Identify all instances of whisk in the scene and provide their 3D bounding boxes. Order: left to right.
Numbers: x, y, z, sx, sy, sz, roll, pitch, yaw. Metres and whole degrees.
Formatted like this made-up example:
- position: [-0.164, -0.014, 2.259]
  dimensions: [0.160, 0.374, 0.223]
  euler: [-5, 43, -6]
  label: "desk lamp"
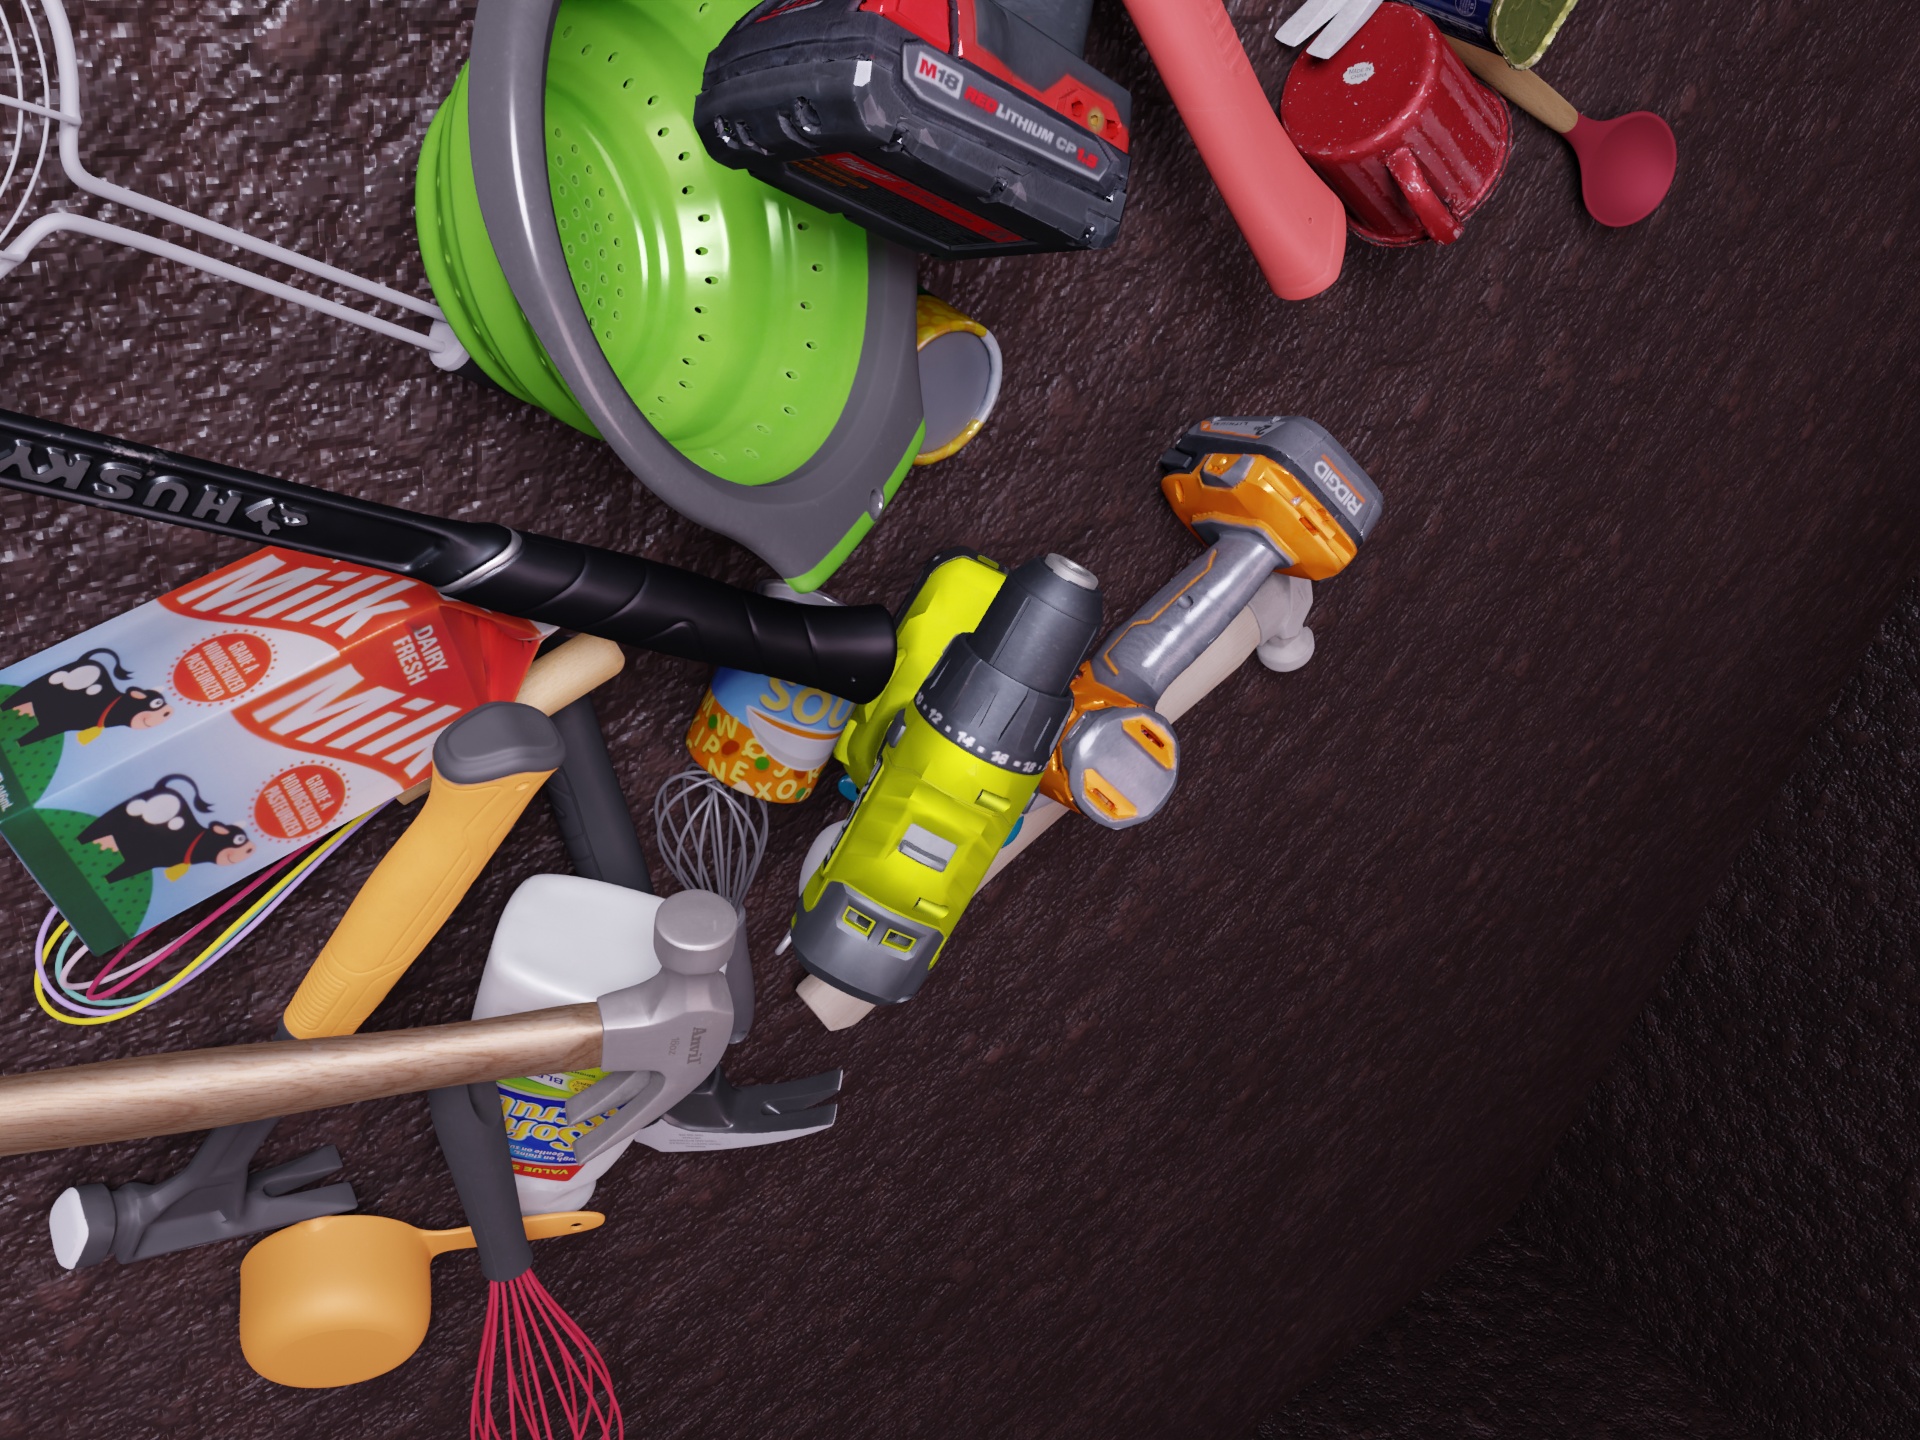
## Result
- position: [-0.234, 0.038, 0.603]
  dimensions: [0.245, 0.047, 0.051]
  euler: [-33, 125, -10]
  label: "whisk"
- position: [-0.208, 0.268, 0.744]
  dimensions: [0.073, 0.073, 0.295]
  euler: [-23, 123, -33]
  label: "whisk"
- position: [-0.125, 0.103, 0.823]
  dimensions: [0.055, 0.055, 0.238]
  euler: [-29, 146, -27]
  label: "whisk"

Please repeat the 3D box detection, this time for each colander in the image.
- position: [-0.128, -0.221, 0.463]
  dimensions: [0.205, 0.094, 0.396]
  euler: [-60, 140, -42]
  label: "colander"

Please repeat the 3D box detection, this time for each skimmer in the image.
- position: [-0.217, -0.147, 0.485]
  dimensions: [0.127, 0.090, 0.363]
  euler: [-62, 155, 10]
  label: "skimmer"

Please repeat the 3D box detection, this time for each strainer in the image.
- position: [-0.005, 0.057, 0.859]
  dimensions: [0.258, 0.050, 0.087]
  euler: [-21, 162, -37]
  label: "strainer"

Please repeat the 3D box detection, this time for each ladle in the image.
- position: [0.338, -0.351, 0.914]
  dimensions: [0.315, 0.031, 0.069]
  euler: [3, 119, -48]
  label: "ladle"

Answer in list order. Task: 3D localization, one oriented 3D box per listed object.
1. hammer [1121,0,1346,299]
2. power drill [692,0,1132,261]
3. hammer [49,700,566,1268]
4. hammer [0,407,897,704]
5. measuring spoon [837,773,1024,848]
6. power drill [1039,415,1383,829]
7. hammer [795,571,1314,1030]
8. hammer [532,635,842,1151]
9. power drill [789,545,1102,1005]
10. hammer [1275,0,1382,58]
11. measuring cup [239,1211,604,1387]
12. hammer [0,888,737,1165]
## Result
- position: [0.061, -0.284, 0.590]
  dimensions: [0.149, 0.037, 0.358]
  euler: [-51, 135, -7]
  label: "hammer"
- position: [-0.008, -0.263, 0.445]
  dimensions: [0.187, 0.080, 0.227]
  euler: [11, 92, -43]
  label: "power drill"
- position: [-0.242, 0.113, 0.633]
  dimensions: [0.127, 0.034, 0.336]
  euler: [2, 137, -49]
  label: "hammer"
- position: [-0.169, -0.049, 0.487]
  dimensions: [0.408, 0.036, 0.149]
  euler: [13, 131, -47]
  label: "hammer"
- position: [-0.012, 0.050, 0.891]
  dimensions: [0.128, 0.021, 0.042]
  euler: [15, 105, -37]
  label: "measuring spoon"
- position: [0.103, -0.055, 0.849]
  dimensions: [0.084, 0.164, 0.226]
  euler: [41, 83, -23]
  label: "power drill"
- position: [0.061, 0.034, 0.973]
  dimensions: [0.410, 0.038, 0.146]
  euler: [-41, 144, -11]
  label: "hammer"
- position: [-0.149, 0.097, 0.750]
  dimensions: [0.146, 0.035, 0.334]
  euler: [-1, 131, 7]
  label: "hammer"
- position: [-0.001, -0.002, 0.707]
  dimensions: [0.190, 0.080, 0.229]
  euler: [-61, -172, 15]
  label: "power drill"
- position: [0.082, -0.326, 0.643]
  dimensions: [0.331, 0.033, 0.128]
  euler: [-23, 138, -33]
  label: "hammer"
- position: [-0.260, 0.278, 0.775]
  dimensions: [0.173, 0.052, 0.095]
  euler: [-8, 137, -10]
  label: "measuring cup"
- position: [-0.249, 0.133, 0.586]
  dimensions: [0.331, 0.031, 0.130]
  euler: [-5, 133, -20]
  label: "hammer"
